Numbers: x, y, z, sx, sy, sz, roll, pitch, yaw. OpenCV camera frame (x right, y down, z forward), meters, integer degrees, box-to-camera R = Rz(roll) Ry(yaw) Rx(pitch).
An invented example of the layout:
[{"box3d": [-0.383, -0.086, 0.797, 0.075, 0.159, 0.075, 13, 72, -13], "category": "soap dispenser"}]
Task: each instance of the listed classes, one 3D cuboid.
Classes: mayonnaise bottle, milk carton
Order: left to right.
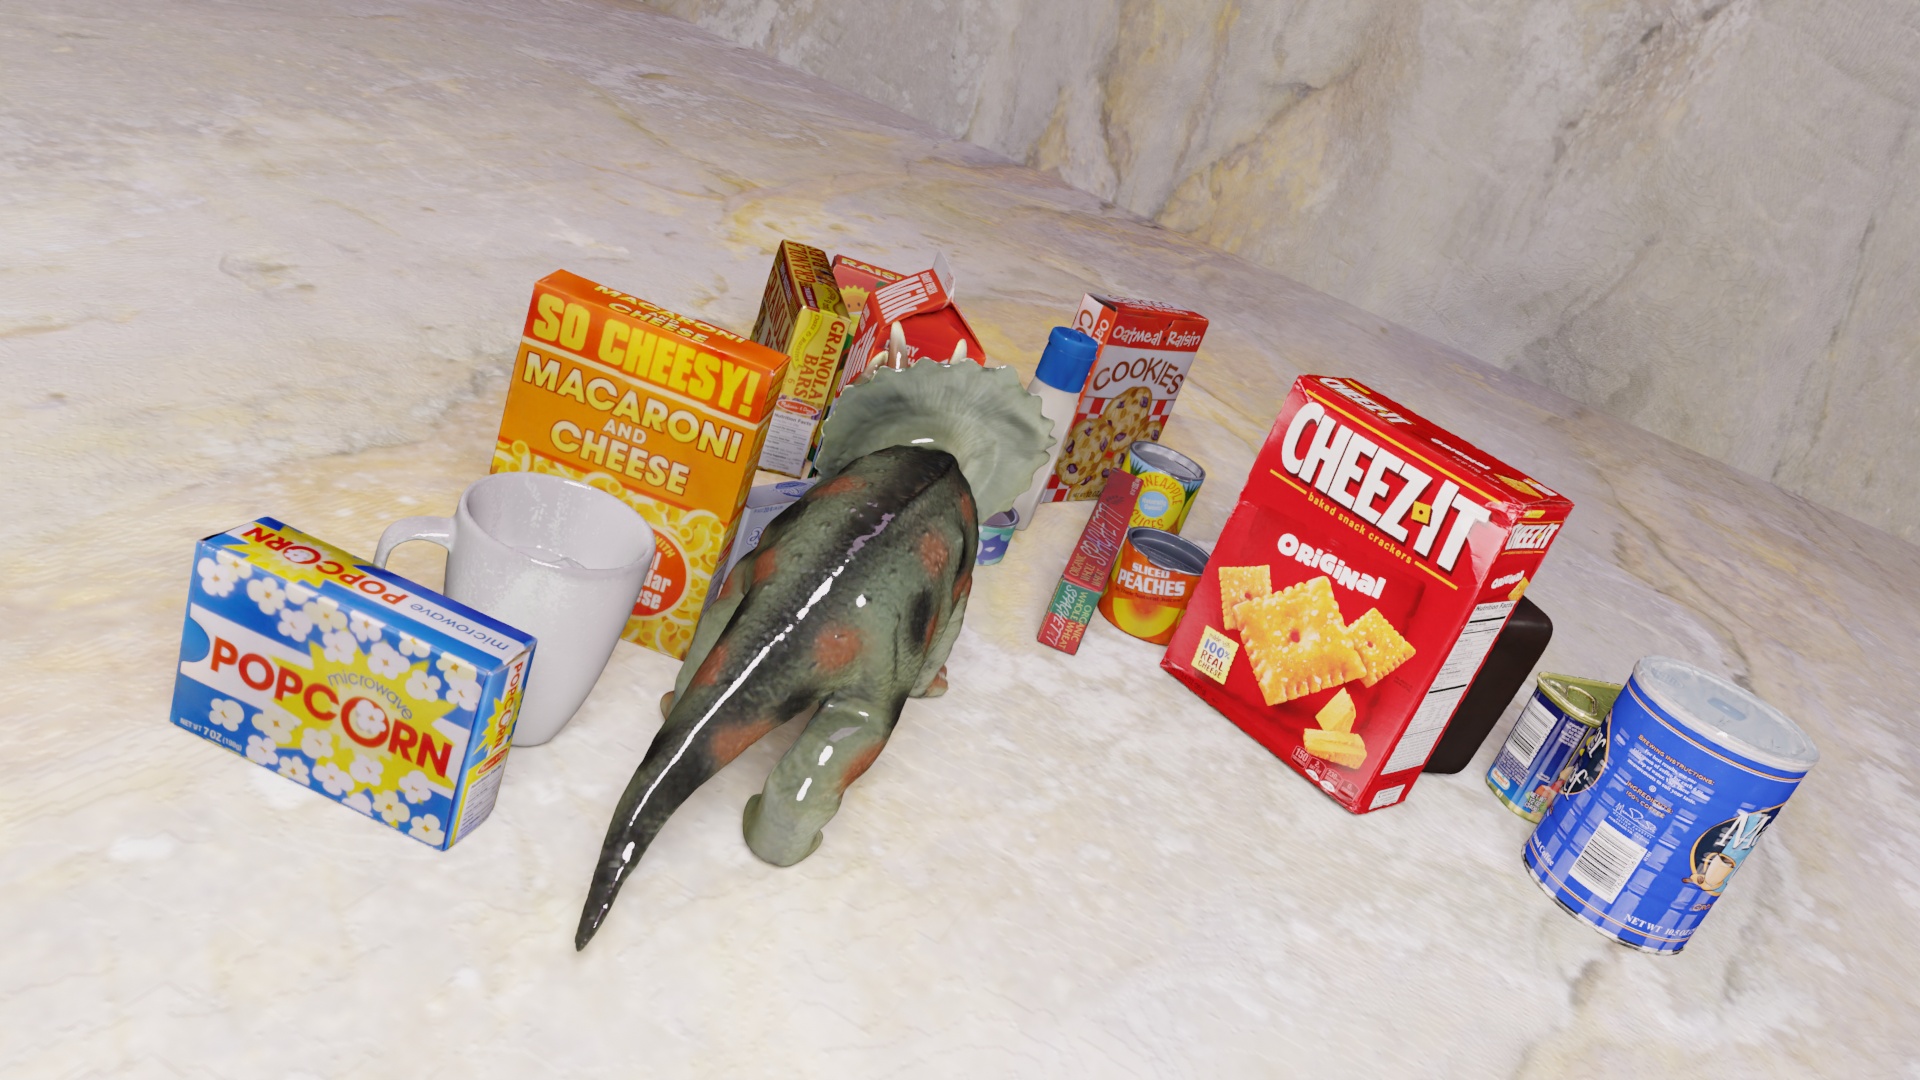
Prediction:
[{"box3d": [-0.039, -0.092, 0.905, 0.073, 0.189, 0.072, 14, 23, -17], "category": "milk carton"}, {"box3d": [0.058, -0.084, 1.026, 0.041, 0.147, 0.065, 18, 22, -8], "category": "mayonnaise bottle"}]

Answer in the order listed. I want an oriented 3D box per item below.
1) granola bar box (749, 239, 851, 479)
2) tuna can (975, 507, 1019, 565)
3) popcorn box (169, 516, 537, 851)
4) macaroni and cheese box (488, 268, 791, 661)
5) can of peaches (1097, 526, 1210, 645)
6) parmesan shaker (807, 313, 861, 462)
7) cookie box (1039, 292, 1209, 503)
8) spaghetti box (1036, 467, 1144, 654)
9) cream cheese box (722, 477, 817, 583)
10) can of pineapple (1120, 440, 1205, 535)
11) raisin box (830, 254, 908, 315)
[{"box3d": [-0.125, -0.137, 1.017, 0.039, 0.123, 0.166, 13, 24, -19], "category": "granola bar box"}, {"box3d": [0.003, -0.012, 0.967, 0.071, 0.032, 0.071, 18, 23, -8], "category": "tuna can"}, {"box3d": [-0.237, 0.055, 0.542, 0.127, 0.085, 0.038, 23, 22, 5], "category": "popcorn box"}, {"box3d": [-0.169, -0.036, 0.700, 0.124, 0.165, 0.040, 21, 22, -1], "category": "macaroni and cheese box"}, {"box3d": [0.133, 0.032, 0.948, 0.071, 0.057, 0.071, 18, 23, -8], "category": "can of peaches"}, {"box3d": [-0.072, -0.105, 1.019, 0.071, 0.102, 0.071, 18, 23, -8], "category": "parmesan shaker"}, {"box3d": [0.122, -0.112, 1.119, 0.123, 0.166, 0.040, -4, 33, -46], "category": "cookie box"}, {"box3d": [0.095, 0.008, 0.977, 0.029, 0.050, 0.251, 23, 23, 5], "category": "spaghetti box"}, {"box3d": [-0.105, -0.008, 0.837, 0.024, 0.053, 0.104, 33, 25, 27], "category": "cream cheese box"}, {"box3d": [0.158, -0.040, 1.131, 0.071, 0.057, 0.071, 18, 23, -8], "category": "can of pineapple"}, {"box3d": [-0.077, -0.153, 1.096, 0.086, 0.123, 0.040, 17, 23, -11], "category": "raisin box"}]
